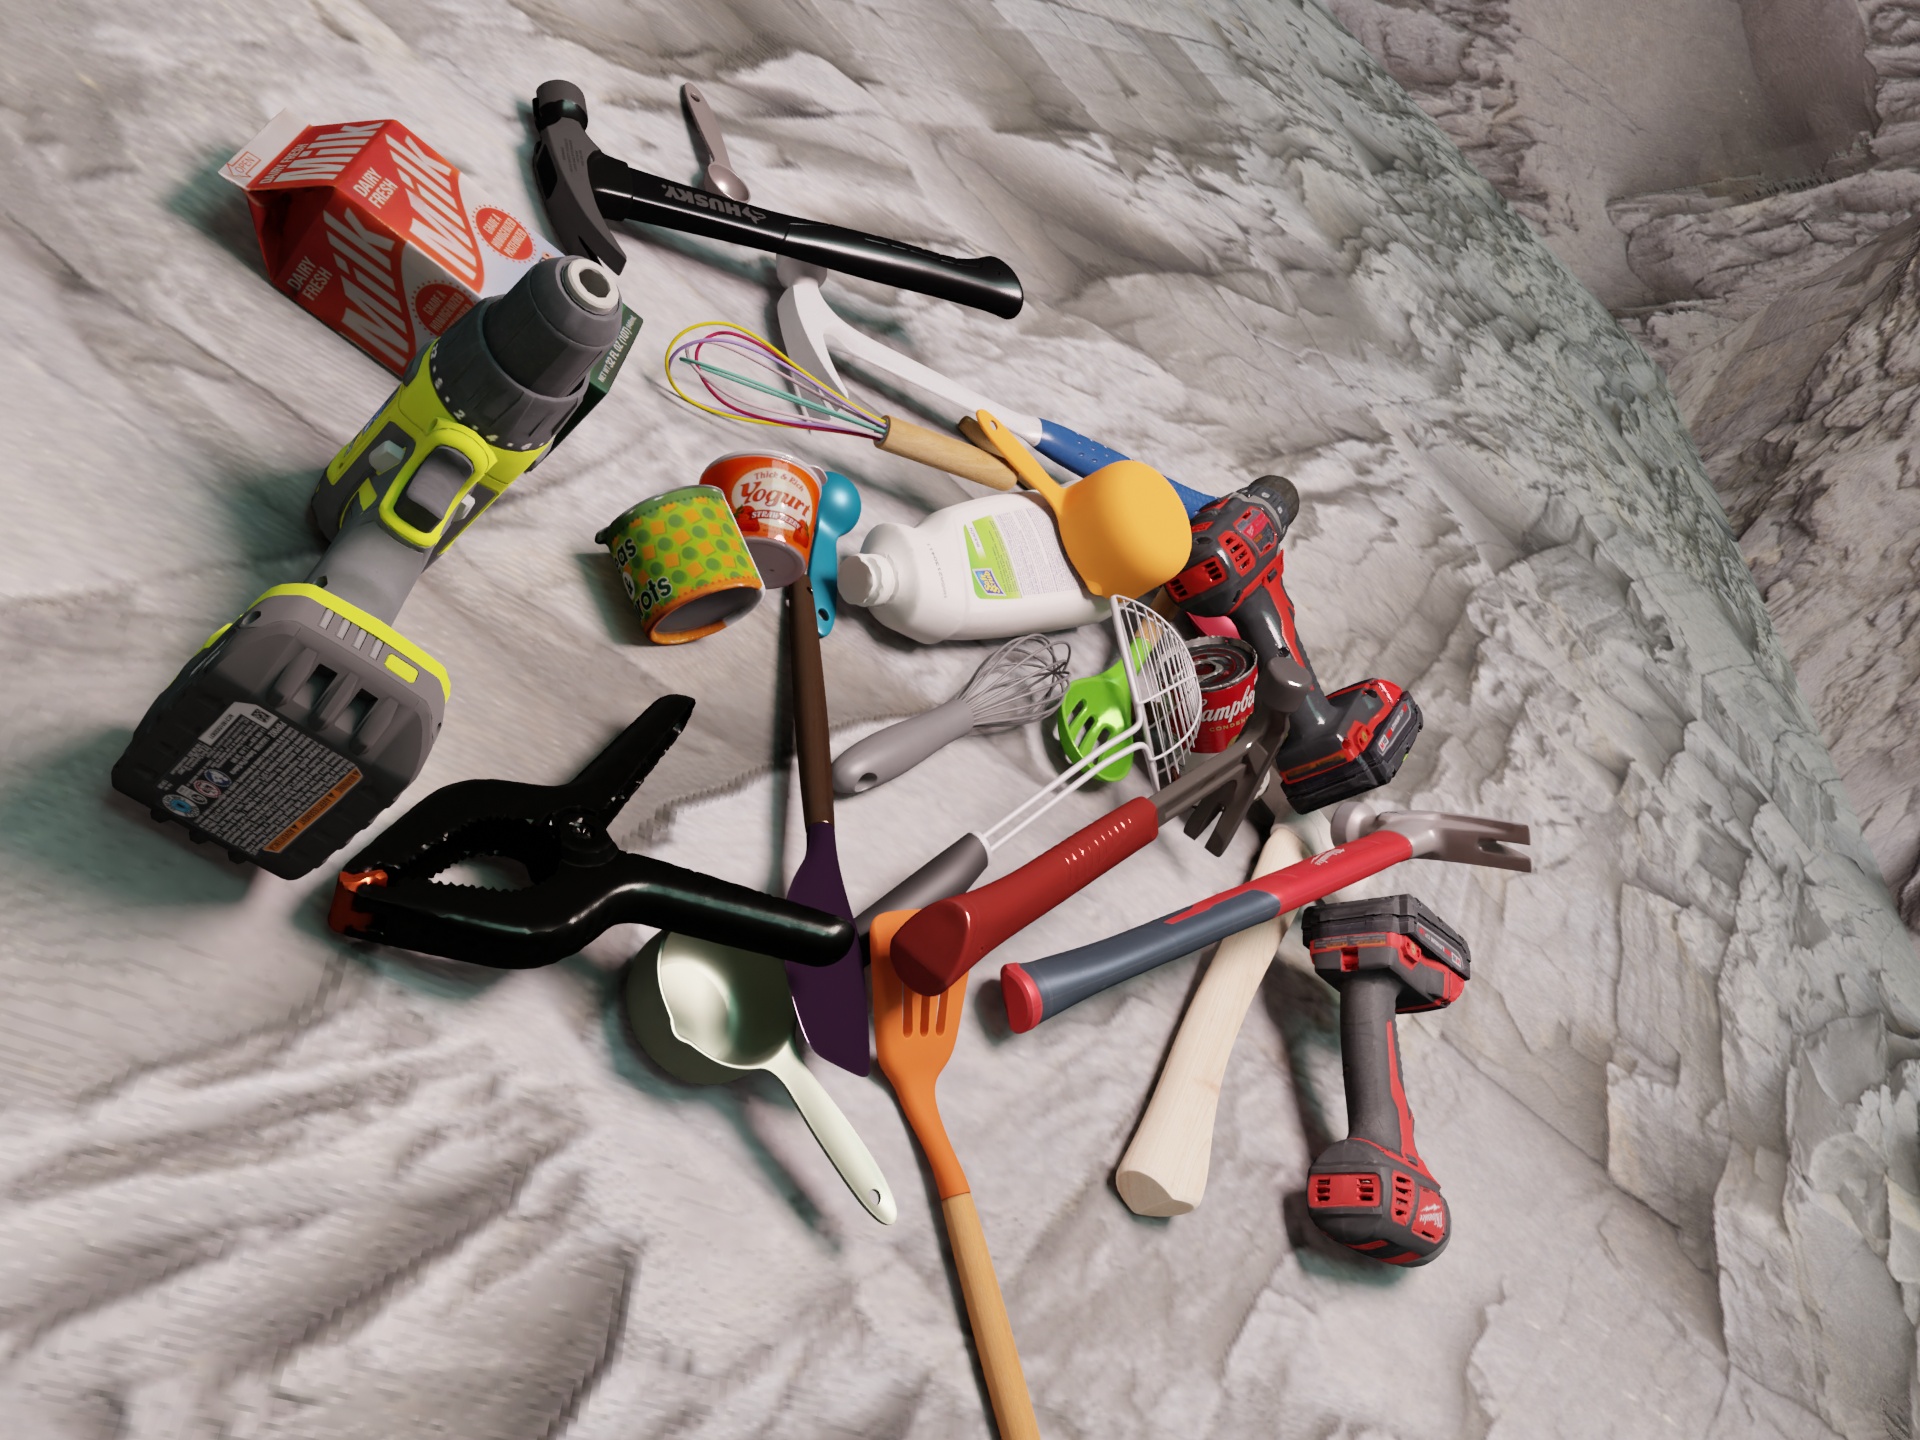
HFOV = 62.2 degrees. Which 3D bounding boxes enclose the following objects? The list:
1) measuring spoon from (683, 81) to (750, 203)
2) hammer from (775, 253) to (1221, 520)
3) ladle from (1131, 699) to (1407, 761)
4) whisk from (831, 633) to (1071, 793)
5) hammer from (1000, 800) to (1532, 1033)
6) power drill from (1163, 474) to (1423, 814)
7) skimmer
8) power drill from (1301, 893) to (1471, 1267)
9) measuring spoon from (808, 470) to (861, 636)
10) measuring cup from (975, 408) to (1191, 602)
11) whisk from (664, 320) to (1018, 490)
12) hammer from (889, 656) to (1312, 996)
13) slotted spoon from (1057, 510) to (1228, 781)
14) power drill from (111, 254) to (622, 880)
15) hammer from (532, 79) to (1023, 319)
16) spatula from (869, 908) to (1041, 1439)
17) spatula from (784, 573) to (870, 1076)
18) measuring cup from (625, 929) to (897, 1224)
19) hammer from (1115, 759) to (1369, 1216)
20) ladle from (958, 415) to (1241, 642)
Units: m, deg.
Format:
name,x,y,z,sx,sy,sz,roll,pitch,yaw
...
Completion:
name,x,y,z,sx,sy,sz,roll,pitch,yaw
measuring spoon,-0.171,-0.387,1.075,0.034,0.018,0.124,12,47,-45
hammer,0.044,-0.204,1.131,0.405,0.035,0.144,19,49,-35
ladle,0.236,0.001,1.209,0.320,0.062,0.078,8,53,-44
whisk,0.000,-0.003,0.939,0.239,0.055,0.055,-28,85,-51
hammer,0.183,0.113,0.953,0.386,0.143,0.038,-15,102,-39
power drill,0.244,-0.067,1.159,0.226,0.080,0.188,57,39,-8
skimmer,0.028,0.041,0.912,0.363,0.090,0.127,-34,118,-39
power drill,0.276,0.235,1.022,0.143,0.078,0.220,35,52,-43
measuring spoon,-0.075,-0.103,0.948,0.042,0.021,0.129,30,43,-33
measuring cup,0.084,-0.152,1.028,0.173,0.052,0.095,41,45,-28
whisk,-0.064,-0.185,0.965,0.244,0.051,0.047,14,85,-32
hammer,0.083,0.072,0.888,0.037,0.149,0.359,37,36,22
slotted spoon,0.137,-0.066,1.120,0.070,0.031,0.314,48,48,-15
power drill,-0.216,-0.069,0.614,0.080,0.190,0.229,36,44,-26
hammer,-0.101,-0.301,1.008,0.334,0.035,0.146,5,57,-34
spatula,0.011,0.248,0.753,0.081,0.041,0.323,12,55,-51
spatula,-0.075,0.035,0.812,0.059,0.018,0.316,39,30,-40
measuring cup,-0.087,0.161,0.710,0.167,0.038,0.083,55,35,-4
hammer,0.171,0.156,1.022,0.146,0.038,0.411,50,36,-6
ladle,0.119,-0.132,1.200,0.315,0.031,0.069,35,30,-25
